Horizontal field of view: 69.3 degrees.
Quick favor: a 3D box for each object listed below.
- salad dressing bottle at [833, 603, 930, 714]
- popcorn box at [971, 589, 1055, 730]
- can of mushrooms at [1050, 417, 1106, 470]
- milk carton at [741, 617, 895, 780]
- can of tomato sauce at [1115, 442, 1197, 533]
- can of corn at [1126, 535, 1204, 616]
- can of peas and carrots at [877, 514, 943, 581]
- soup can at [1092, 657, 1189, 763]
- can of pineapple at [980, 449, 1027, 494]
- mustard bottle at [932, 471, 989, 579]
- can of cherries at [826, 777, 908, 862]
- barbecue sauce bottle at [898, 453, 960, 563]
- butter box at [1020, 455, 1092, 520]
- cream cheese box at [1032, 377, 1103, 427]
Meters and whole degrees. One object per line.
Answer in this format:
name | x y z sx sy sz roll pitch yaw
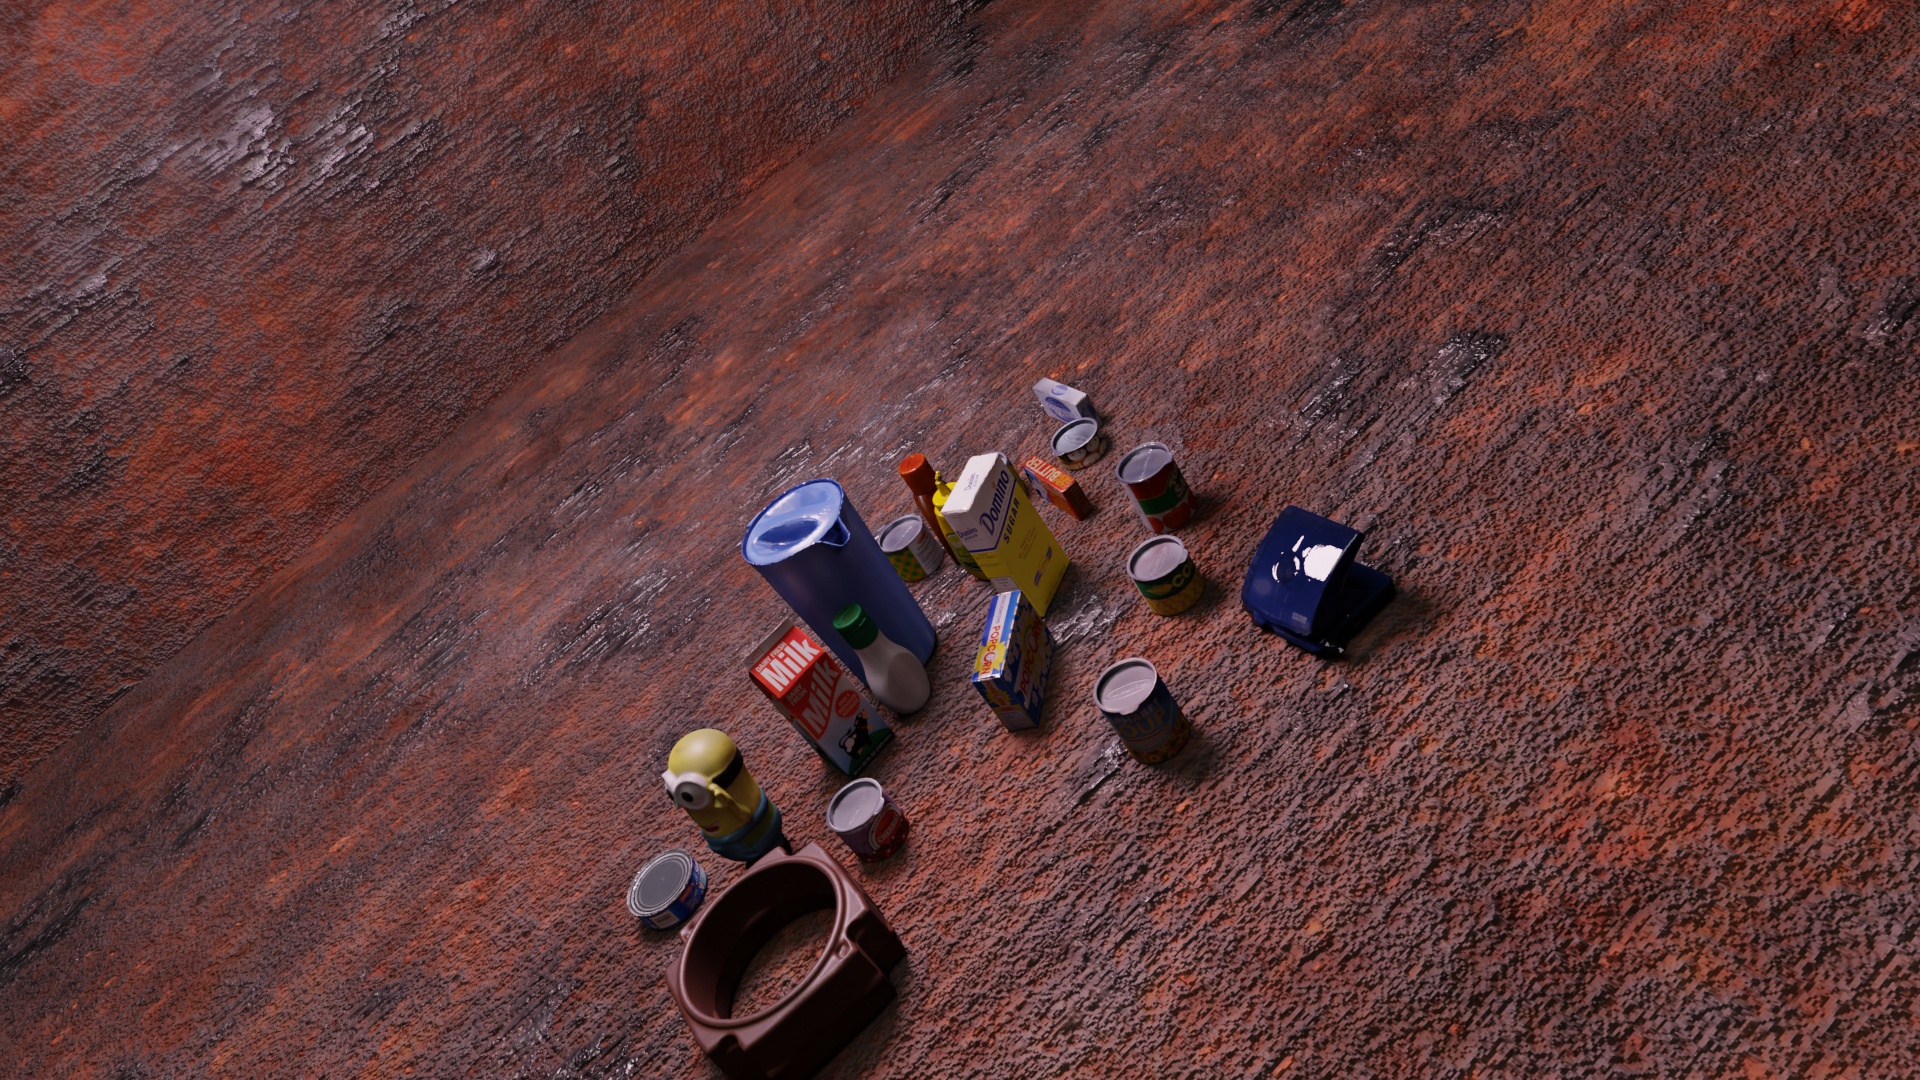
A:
salad dressing bottle | -0.088 0.131 1.542 0.044 0.147 0.064 3 48 44
popcorn box | 0.058 0.127 1.479 0.038 0.085 0.127 -15 38 28
can of mushrooms | 0.149 -0.121 1.763 0.071 0.033 0.071 -23 35 17
milk carton | -0.161 0.169 1.518 0.072 0.190 0.073 -46 35 -17
can of tomato sauce | 0.225 -0.060 1.574 0.071 0.083 0.071 -23 35 17
can of corn | 0.221 0.038 1.476 0.071 0.058 0.071 -23 35 17
can of peas and carrots | -0.065 0.010 1.758 0.071 0.058 0.071 -23 35 17
soup can | 0.174 0.166 1.330 0.071 0.083 0.072 -23 35 17
can of pineapple | 0.044 -0.072 1.769 0.071 0.057 0.071 -23 35 17
mustard bottle | 0.006 -0.021 1.643 0.065 0.159 0.049 -4 44 38
can of cherries | -0.093 0.289 1.428 0.071 0.058 0.072 -23 35 17
barbecue sauce bottle | -0.025 -0.042 1.707 0.043 0.148 0.065 -19 36 23
butter box | 0.118 -0.065 1.701 0.024 0.053 0.104 -40 33 -9
cream cheese box | 0.141 -0.177 1.824 0.024 0.053 0.104 -42 34 -11
